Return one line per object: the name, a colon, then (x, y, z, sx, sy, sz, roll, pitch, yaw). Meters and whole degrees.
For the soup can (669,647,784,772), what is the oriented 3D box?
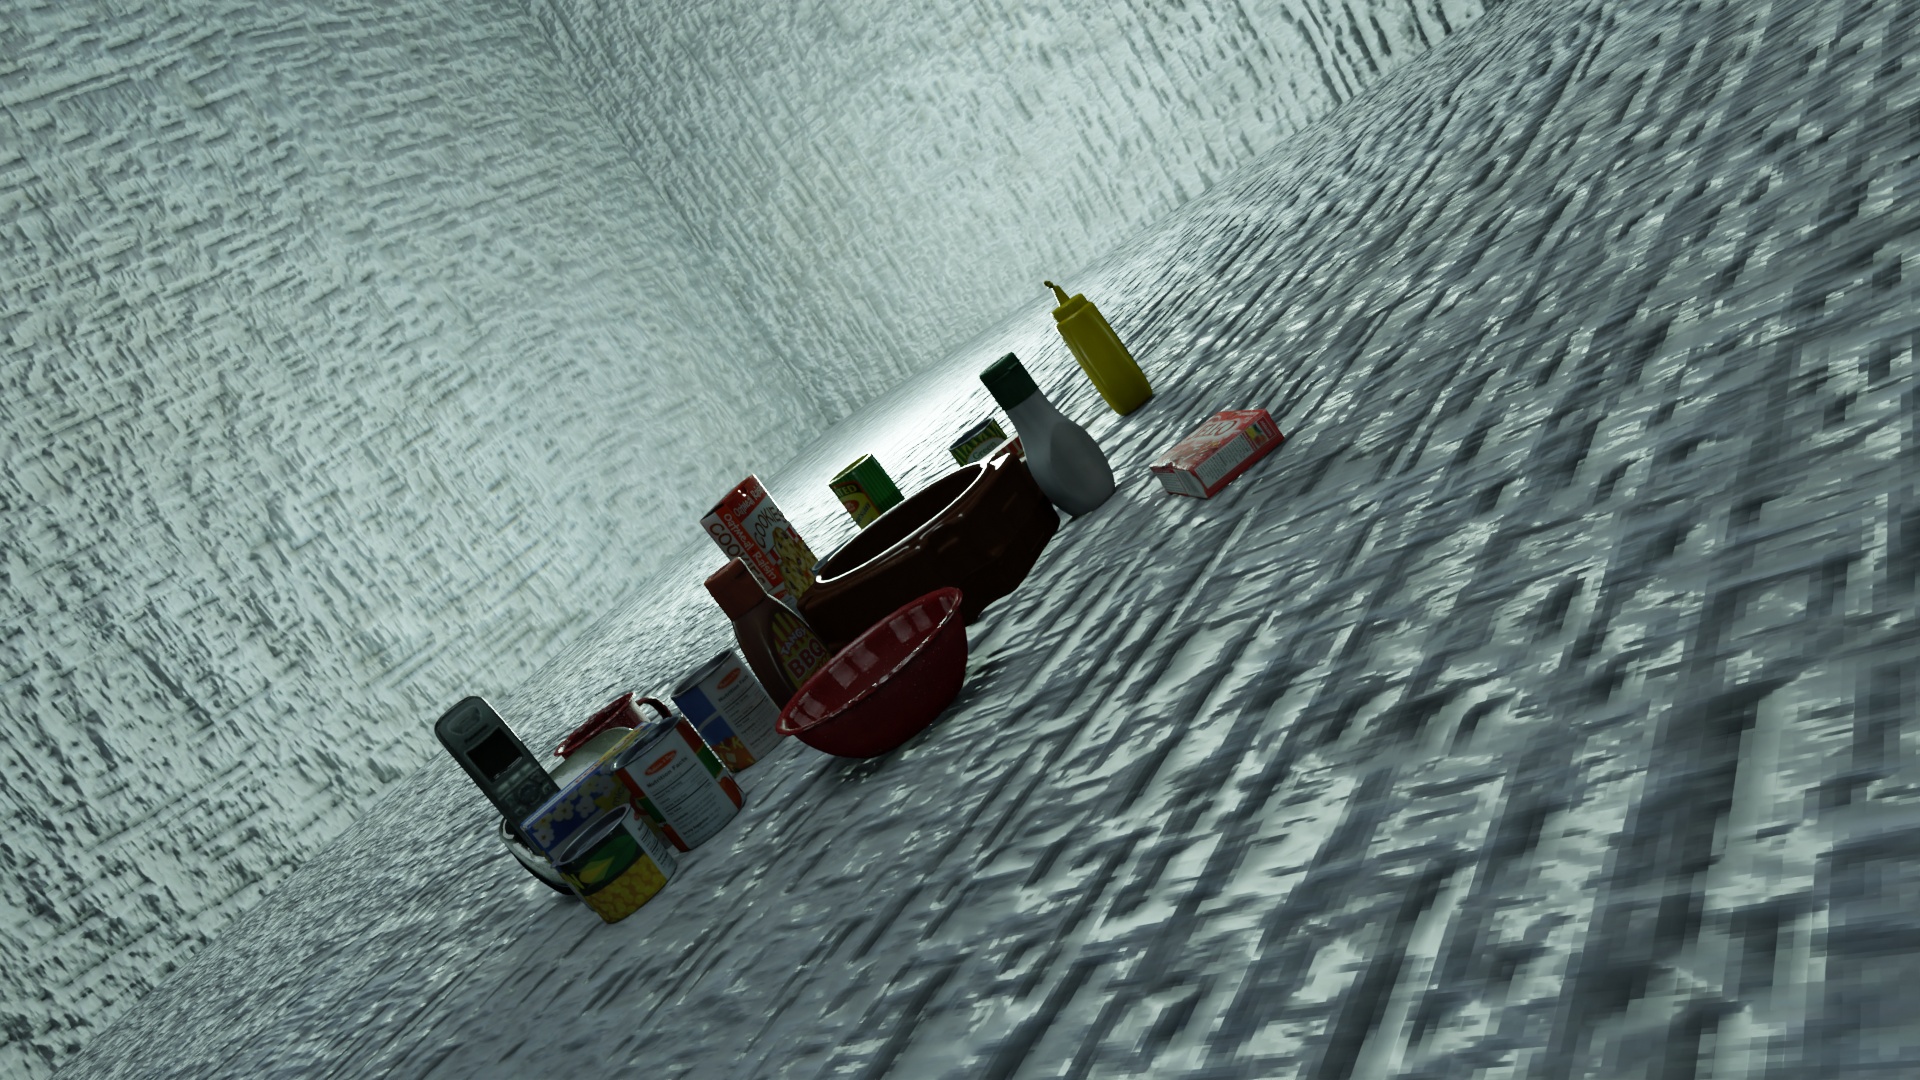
soup can: (-0.194, 0.144, 1.171, 0.071, 0.083, 0.071, -35, 10, 7)

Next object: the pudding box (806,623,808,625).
pudding box: (-0.112, 0.081, 1.279, 0.030, 0.049, 0.084, -32, 11, 21)

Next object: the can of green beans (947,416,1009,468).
can of green beans: (0.028, -0.100, 1.598, 0.071, 0.057, 0.071, -35, 11, 7)

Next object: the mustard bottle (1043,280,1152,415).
mustard bottle: (0.137, -0.204, 1.429, 0.049, 0.160, 0.065, -36, 10, 2)

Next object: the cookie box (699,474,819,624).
cookie box: (-0.208, 0.016, 1.539, 0.040, 0.167, 0.123, -33, 11, 15)

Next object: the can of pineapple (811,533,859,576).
can of pineapple: (-0.112, 0.034, 1.459, 0.071, 0.058, 0.071, -35, 11, 7)

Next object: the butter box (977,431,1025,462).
butter box: (0.047, -0.069, 1.416, 0.104, 0.053, 0.024, -38, 10, -13)

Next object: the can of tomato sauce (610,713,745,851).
can of tomato sauce: (-0.214, 0.184, 1.059, 0.071, 0.083, 0.071, -35, 10, 7)

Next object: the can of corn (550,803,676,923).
can of corn: (-0.253, 0.238, 1.016, 0.071, 0.058, 0.071, -35, 11, 7)

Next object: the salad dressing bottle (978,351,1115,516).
salad dressing bottle: (0.072, -0.090, 1.174, 0.064, 0.147, 0.044, -42, 12, -30)

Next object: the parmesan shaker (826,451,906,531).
parmesan shaker: (-0.100, -0.046, 1.643, 0.071, 0.103, 0.071, -35, 10, 7)

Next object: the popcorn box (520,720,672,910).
popcorn box: (-0.266, 0.214, 1.088, 0.127, 0.085, 0.038, -41, 11, -26)

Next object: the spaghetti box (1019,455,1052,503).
spaghetti box: (0.005, -0.017, 1.332, 0.249, 0.050, 0.029, -31, 12, 26)

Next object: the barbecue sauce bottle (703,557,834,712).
barbecue sauce bottle: (-0.147, 0.082, 1.113, 0.043, 0.148, 0.065, -28, 13, 39)
